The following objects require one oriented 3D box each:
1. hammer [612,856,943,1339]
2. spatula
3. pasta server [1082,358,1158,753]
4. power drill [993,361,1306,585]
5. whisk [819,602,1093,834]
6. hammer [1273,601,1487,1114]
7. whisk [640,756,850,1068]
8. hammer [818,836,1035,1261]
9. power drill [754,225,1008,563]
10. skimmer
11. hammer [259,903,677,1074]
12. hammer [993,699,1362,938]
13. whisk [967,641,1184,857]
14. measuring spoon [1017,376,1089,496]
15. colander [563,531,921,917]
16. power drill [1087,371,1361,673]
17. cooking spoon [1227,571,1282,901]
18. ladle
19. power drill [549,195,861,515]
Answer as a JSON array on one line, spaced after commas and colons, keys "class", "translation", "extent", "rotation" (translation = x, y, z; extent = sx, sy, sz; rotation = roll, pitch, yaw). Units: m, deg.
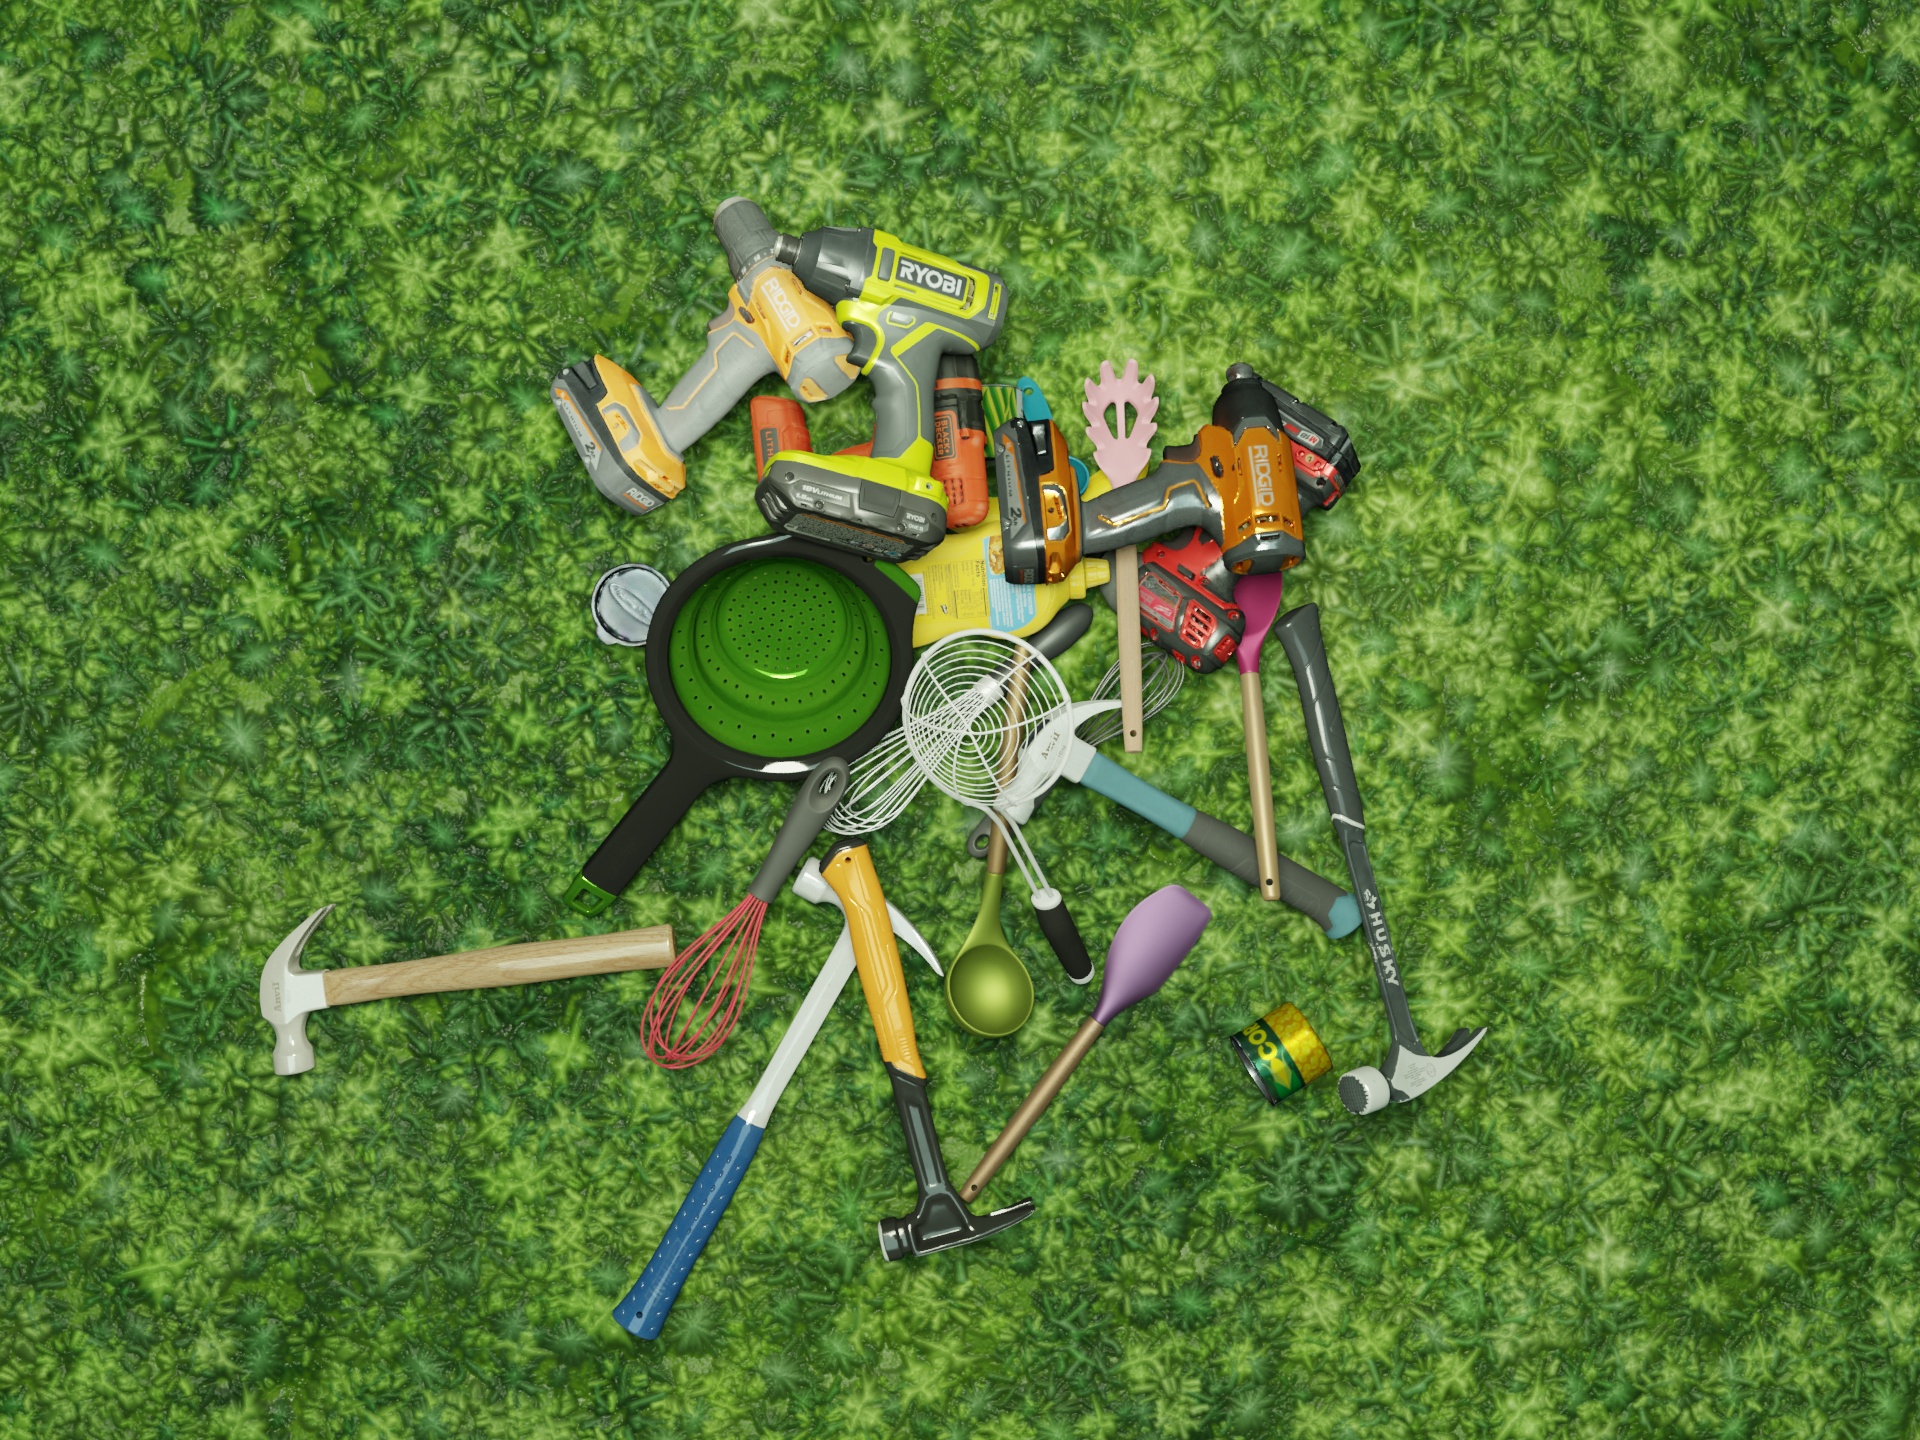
[{"class": "hammer", "translation": [-0.161, 0.321, 1.303], "extent": [0.144, 0.035, 0.405], "rotation": [29, 89, -3]}, {"class": "spatula", "translation": [0.097, 0.270, 1.325], "extent": [0.060, 0.018, 0.316], "rotation": [37, 88, 1]}, {"class": "pasta server", "translation": [0.130, -0.131, 1.253], "extent": [0.060, 0.040, 0.316], "rotation": [-2, 76, 6]}, {"class": "power drill", "translation": [0.140, -0.187, 1.211], "extent": [0.226, 0.084, 0.164], "rotation": [-5, 78, 2]}, {"class": "whisk", "translation": [-0.002, -0.005, 1.297], "extent": [0.284, 0.070, 0.070], "rotation": [-39, 93, -6]}, {"class": "hammer", "translation": [0.327, 0.102, 1.303], "extent": [0.149, 0.036, 0.409], "rotation": [-10, 84, -31]}, {"class": "whisk", "translation": [-0.168, 0.154, 1.263], "extent": [0.073, 0.073, 0.296], "rotation": [31, 100, -3]}, {"class": "hammer", "translation": [-0.042, 0.256, 1.272], "extent": [0.127, 0.034, 0.337], "rotation": [-15, 91, -2]}, {"class": "power drill", "translation": [-0.068, -0.240, 1.146], "extent": [0.171, 0.080, 0.223], "rotation": [14, 78, -17]}, {"class": "skimmer", "translation": [0.056, 0.079, 1.206], "extent": [0.127, 0.362, 0.090], "rotation": [-1, 53, 21]}, {"class": "hammer", "translation": [-0.397, 0.200, 1.289], "extent": [0.331, 0.031, 0.130], "rotation": [-7, 92, -3]}, {"class": "hammer", "translation": [0.193, 0.091, 1.285], "extent": [0.330, 0.033, 0.128], "rotation": [29, 86, -16]}, {"class": "whisk", "translation": [0.093, 0.027, 1.309], "extent": [0.055, 0.055, 0.239], "rotation": [44, 93, -3]}, {"class": "measuring spoon", "translation": [0.071, -0.227, 1.297], "extent": [0.042, 0.021, 0.129], "rotation": [-17, 63, -3]}, {"class": "colander", "translation": [-0.193, -0.003, 1.275], "extent": [0.204, 0.095, 0.397], "rotation": [35, 108, -19]}, {"class": "power drill", "translation": [0.208, -0.160, 1.284], "extent": [0.143, 0.078, 0.219], "rotation": [38, 94, 24]}, {"class": "cooking spoon", "translation": [0.237, -0.012, 1.290], "extent": [0.069, 0.017, 0.319], "rotation": [-5, 75, 7]}, {"class": "ladle", "translation": [0.036, 0.099, 1.273], "extent": [0.078, 0.062, 0.320], "rotation": [2, 102, -25]}, {"class": "power drill", "translation": [-0.206, -0.290, 1.243], "extent": [0.226, 0.084, 0.185], "rotation": [-33, 70, 9]}]
